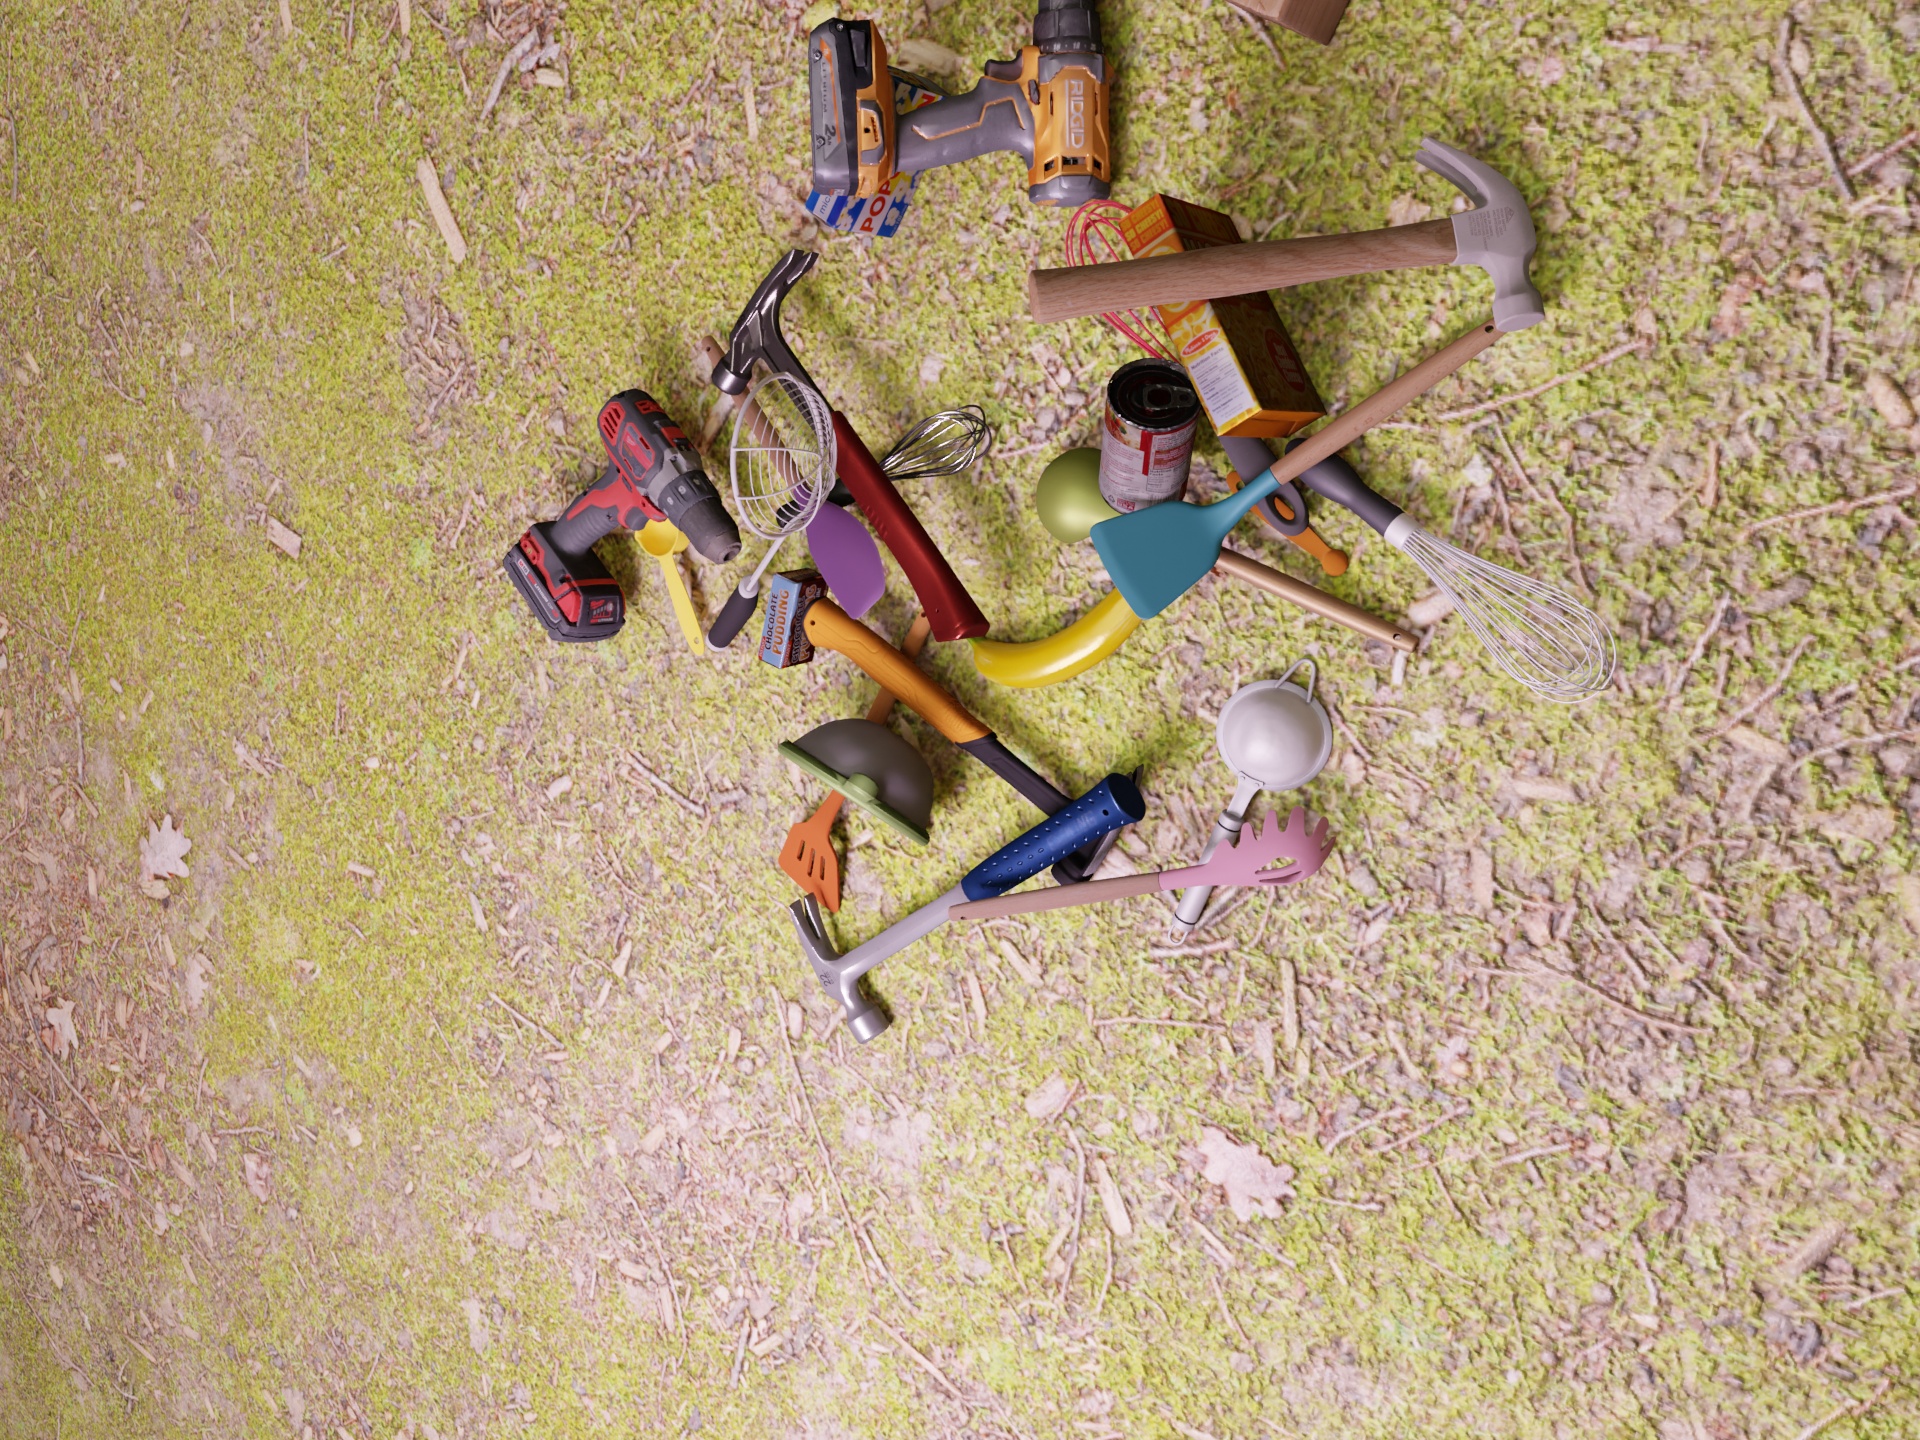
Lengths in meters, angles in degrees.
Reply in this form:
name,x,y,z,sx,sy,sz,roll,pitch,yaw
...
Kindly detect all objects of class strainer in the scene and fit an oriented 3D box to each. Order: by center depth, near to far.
name,x,y,z,sx,sy,sz,roll,pitch,yaw
strainer,0.211,0.071,1.216,0.087,0.050,0.258,26,116,13
strainer,-0.070,0.036,1.288,0.151,0.256,0.069,33,84,-3

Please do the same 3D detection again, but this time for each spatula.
name,x,y,z,sx,sy,sz,roll,pitch,yaw
spatula,0.240,-0.185,1.109,0.317,0.044,0.082,-34,75,21
spatula,-0.150,-0.223,1.390,0.059,0.018,0.316,-43,67,24
spatula,-0.086,0.030,1.424,0.081,0.041,0.322,37,113,23

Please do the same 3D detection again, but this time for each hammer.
name,x,y,z,sx,sy,sz,roll,pitch,yaw
hammer,0.209,-0.302,1.044,0.331,0.031,0.130,-8,82,-1
hammer,-0.080,-0.214,1.312,0.149,0.036,0.359,-47,68,34
hammer,-0.002,-0.004,1.327,0.337,0.034,0.127,38,125,18
hammer,-0.002,0.144,1.341,0.405,0.035,0.144,-37,85,40

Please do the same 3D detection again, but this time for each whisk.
name,x,y,z,sx,sy,sz,roll,pitch,yaw
whisk,0.330,-0.111,1.094,0.285,0.070,0.070,45,120,26
whisk,0.169,-0.260,1.173,0.073,0.073,0.296,-37,81,33
whisk,-0.071,-0.210,1.360,0.246,0.057,0.059,-18,54,38

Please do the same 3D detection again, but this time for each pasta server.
name,x,y,z,sx,sy,sz,roll,pitch,yaw
pasta server,0.132,0.122,1.227,0.316,0.040,0.060,-12,128,27

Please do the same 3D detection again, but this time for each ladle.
name,x,y,z,sx,sy,sz,roll,pitch,yaw
ladle,0.195,-0.122,1.196,0.320,0.062,0.078,28,96,20

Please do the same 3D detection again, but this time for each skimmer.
name,x,y,z,sx,sy,sz,roll,pitch,yaw
skimmer,-0.187,-0.156,1.346,0.090,0.127,0.363,31,150,-9

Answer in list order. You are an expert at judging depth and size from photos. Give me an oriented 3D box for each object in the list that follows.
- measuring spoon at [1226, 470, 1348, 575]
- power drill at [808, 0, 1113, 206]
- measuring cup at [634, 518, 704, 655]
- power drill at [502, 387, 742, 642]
name,x,y,z,sx,sy,sz,roll,pitch,yaw
measuring spoon,0.238,-0.146,1.173,0.117,0.011,0.021,44,120,20
power drill,0.001,-0.478,1.180,0.226,0.084,0.185,-2,101,-6
measuring cup,-0.264,-0.138,1.514,0.062,0.029,0.156,-18,90,35
power drill,-0.308,-0.168,1.475,0.226,0.080,0.188,-46,72,28
